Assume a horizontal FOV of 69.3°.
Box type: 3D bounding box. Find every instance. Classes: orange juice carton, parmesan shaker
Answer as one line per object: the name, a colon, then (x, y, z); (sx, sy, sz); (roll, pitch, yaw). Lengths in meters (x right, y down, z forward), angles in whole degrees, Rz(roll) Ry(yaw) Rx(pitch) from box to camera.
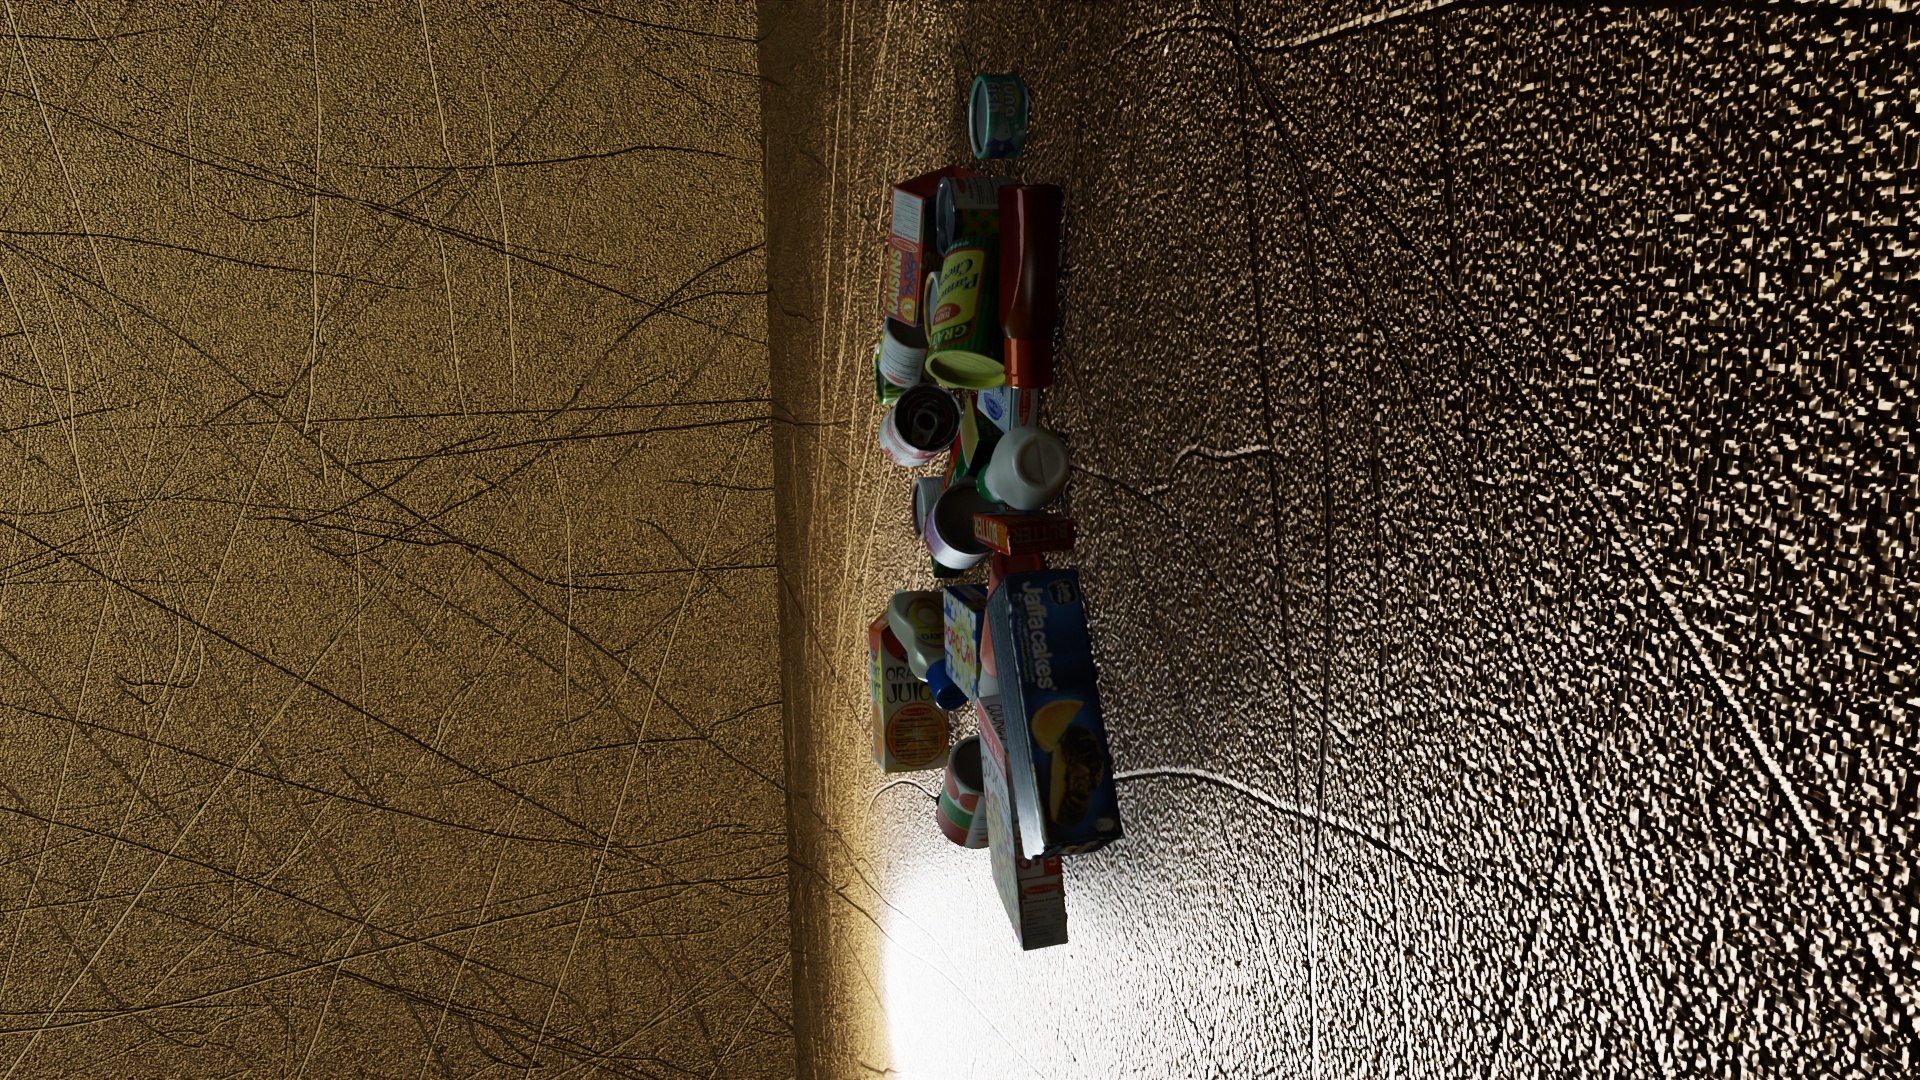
orange juice carton: (-0.057, 0.148, 1.505); (0.072, 0.073, 0.192); (-176, 83, -77)
parmesan shaker: (0.011, -0.178, 1.094); (0.071, 0.071, 0.103); (125, 155, -69)

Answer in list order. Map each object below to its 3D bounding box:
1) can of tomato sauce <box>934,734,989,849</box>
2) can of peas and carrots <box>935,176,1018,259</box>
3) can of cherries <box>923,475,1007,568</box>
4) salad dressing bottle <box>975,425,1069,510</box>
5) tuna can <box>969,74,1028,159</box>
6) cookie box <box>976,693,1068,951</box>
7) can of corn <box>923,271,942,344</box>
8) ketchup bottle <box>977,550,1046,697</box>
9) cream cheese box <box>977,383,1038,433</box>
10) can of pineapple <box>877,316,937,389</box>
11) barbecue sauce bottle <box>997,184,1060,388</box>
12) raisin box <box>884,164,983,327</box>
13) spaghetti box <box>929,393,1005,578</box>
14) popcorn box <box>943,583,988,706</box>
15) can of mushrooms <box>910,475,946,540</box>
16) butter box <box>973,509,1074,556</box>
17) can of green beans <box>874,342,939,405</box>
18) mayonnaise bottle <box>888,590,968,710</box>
can of tomato sauce: (0.015, 0.220, 1.222); (0.082, 0.071, 0.071); (101, 161, -45)
can of peas and carrots: (0.014, -0.262, 1.135); (0.071, 0.059, 0.071); (178, 88, -77)
can of cherries: (0.004, -0.015, 1.222); (0.058, 0.071, 0.071); (127, 138, -72)
salad dressing bottle: (0.045, -0.053, 1.091); (0.147, 0.044, 0.064); (163, 97, -78)
tuna can: (0.030, -0.338, 1.106); (0.071, 0.033, 0.071); (178, 88, -77)
cookie box: (0.049, 0.219, 1.106); (0.123, 0.040, 0.167); (-127, 31, -74)
can of corn: (0.002, -0.198, 1.201); (0.071, 0.058, 0.071); (179, 88, -77)
ketchup bottle: (0.039, 0.075, 1.135); (0.065, 0.043, 0.148); (-86, 2, -52)
cream cheese box: (0.038, -0.122, 1.141); (0.104, 0.024, 0.053); (-126, 37, -66)
can of pineapple: (-0.047, -0.196, 1.399); (0.057, 0.071, 0.071); (106, 156, -53)
barbecue sauce bottle: (0.051, -0.188, 1.032); (0.065, 0.044, 0.148); (-135, 43, -71)
raisin box: (-0.023, -0.262, 1.237); (0.040, 0.086, 0.122); (27, 129, 27)
spaghetti box: (0.003, -0.044, 1.298); (0.248, 0.029, 0.050); (109, 156, -57)
popcorn box: (0.016, 0.092, 1.253); (0.127, 0.038, 0.085); (-147, 55, -74)
can of mushrooms: (-0.029, -0.032, 1.429); (0.071, 0.033, 0.071); (178, 89, -76)
butter box: (0.047, -0.008, 1.065); (0.103, 0.053, 0.024); (-154, 60, -75)
can of green beans: (-0.057, -0.176, 1.462); (0.071, 0.058, 0.071); (178, 88, -77)
mayonnaise bottle: (-0.027, 0.109, 1.399); (0.149, 0.065, 0.041); (-117, 30, -50)
